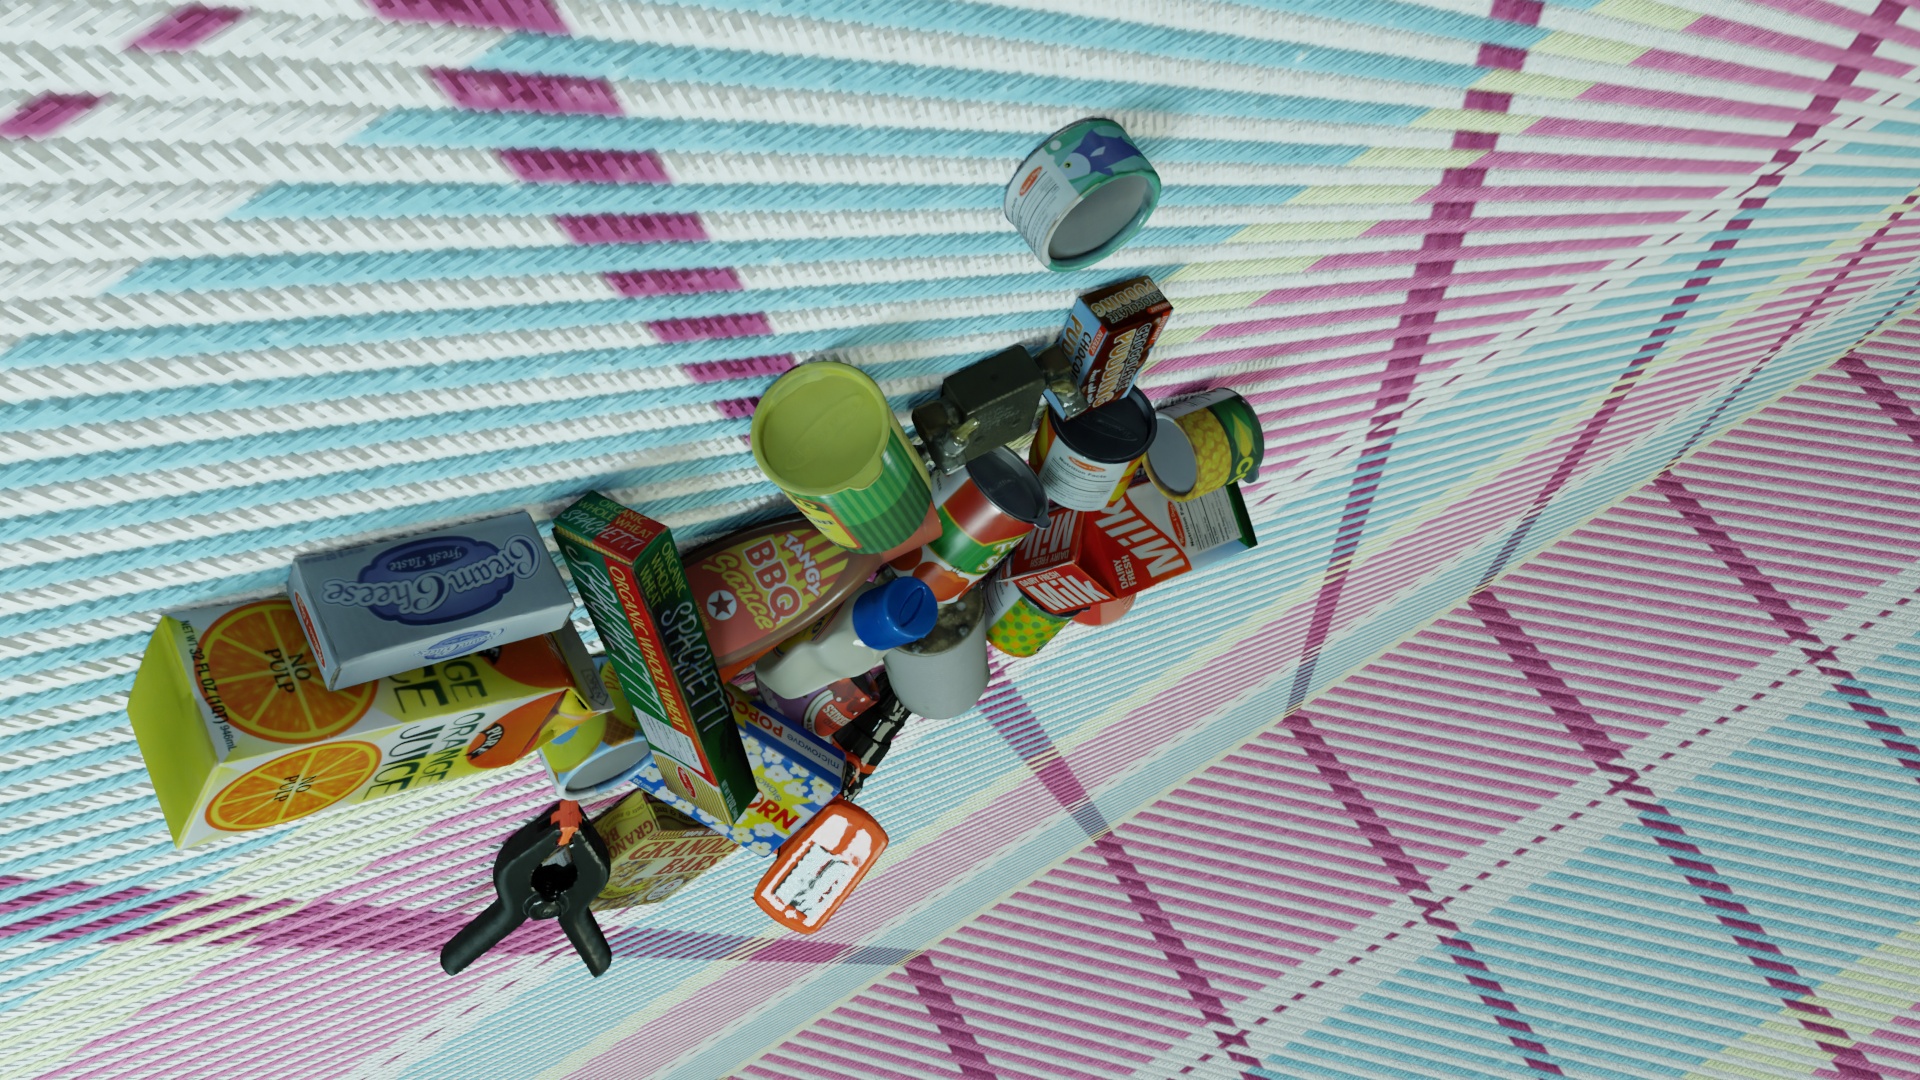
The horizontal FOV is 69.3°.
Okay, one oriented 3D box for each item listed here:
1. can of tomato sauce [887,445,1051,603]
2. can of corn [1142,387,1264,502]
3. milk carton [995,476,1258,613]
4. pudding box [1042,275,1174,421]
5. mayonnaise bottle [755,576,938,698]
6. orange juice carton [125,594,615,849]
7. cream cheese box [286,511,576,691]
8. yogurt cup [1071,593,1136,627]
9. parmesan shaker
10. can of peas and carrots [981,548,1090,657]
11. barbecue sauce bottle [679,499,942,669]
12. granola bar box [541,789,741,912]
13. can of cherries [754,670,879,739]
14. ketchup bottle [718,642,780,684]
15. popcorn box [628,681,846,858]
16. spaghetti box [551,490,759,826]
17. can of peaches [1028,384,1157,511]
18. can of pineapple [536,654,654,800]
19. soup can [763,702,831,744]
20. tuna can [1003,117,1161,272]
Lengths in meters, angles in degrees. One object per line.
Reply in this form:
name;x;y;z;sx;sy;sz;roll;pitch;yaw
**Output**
can of tomato sauce;0.003;-0.010;0.831;0.082;0.071;0.071;-44;157;30
can of corn;0.166;-0.063;0.954;0.058;0.071;0.070;-22;157;-26
milk carton;0.117;0.000;0.993;0.191;0.073;0.072;-18;180;-37
pudding box;0.081;-0.108;0.781;0.050;0.030;0.083;-24;158;-27
mayonnaise bottle;-0.068;0.054;0.829;0.147;0.041;0.065;-24;-151;52
orange juice carton;-0.250;0.066;0.621;0.193;0.072;0.072;-10;150;-47
cream cheese box;-0.223;0.023;0.590;0.104;0.053;0.024;-16;156;-40
yogurt cup;0.104;0.027;1.084;0.072;0.072;0.053;-29;152;-11
parmesan shaker;-0.054;-0.035;0.683;0.071;0.071;0.103;-33;160;-1
can of peas and carrots;0.053;0.047;1.040;0.071;0.071;0.058;-12;152;-44
barbecue sauce bottle;-0.083;0.012;0.753;0.149;0.065;0.043;-25;-178;-13
granola bar box;-0.243;0.243;1.093;0.124;0.039;0.165;-37;160;12
can of cherries;-0.095;0.100;0.937;0.058;0.071;0.071;-35;160;6
ketchup bottle;-0.112;0.039;0.808;0.149;0.043;0.064;-35;169;6
popcorn box;-0.149;0.142;0.893;0.126;0.038;0.085;35;119;-20
spaghetti box;-0.151;0.070;0.717;0.029;0.050;0.248;-53;155;-31
can of peaches;0.079;-0.061;0.838;0.071;0.071;0.057;-24;158;-24
can of pineapple;-0.210;0.106;0.796;0.071;0.058;0.070;-29;159;-12
soup can;-0.145;0.150;0.985;0.071;0.071;0.084;-45;156;30
tuna can;0.058;-0.156;0.630;0.071;0.033;0.070;-28;160;-12
